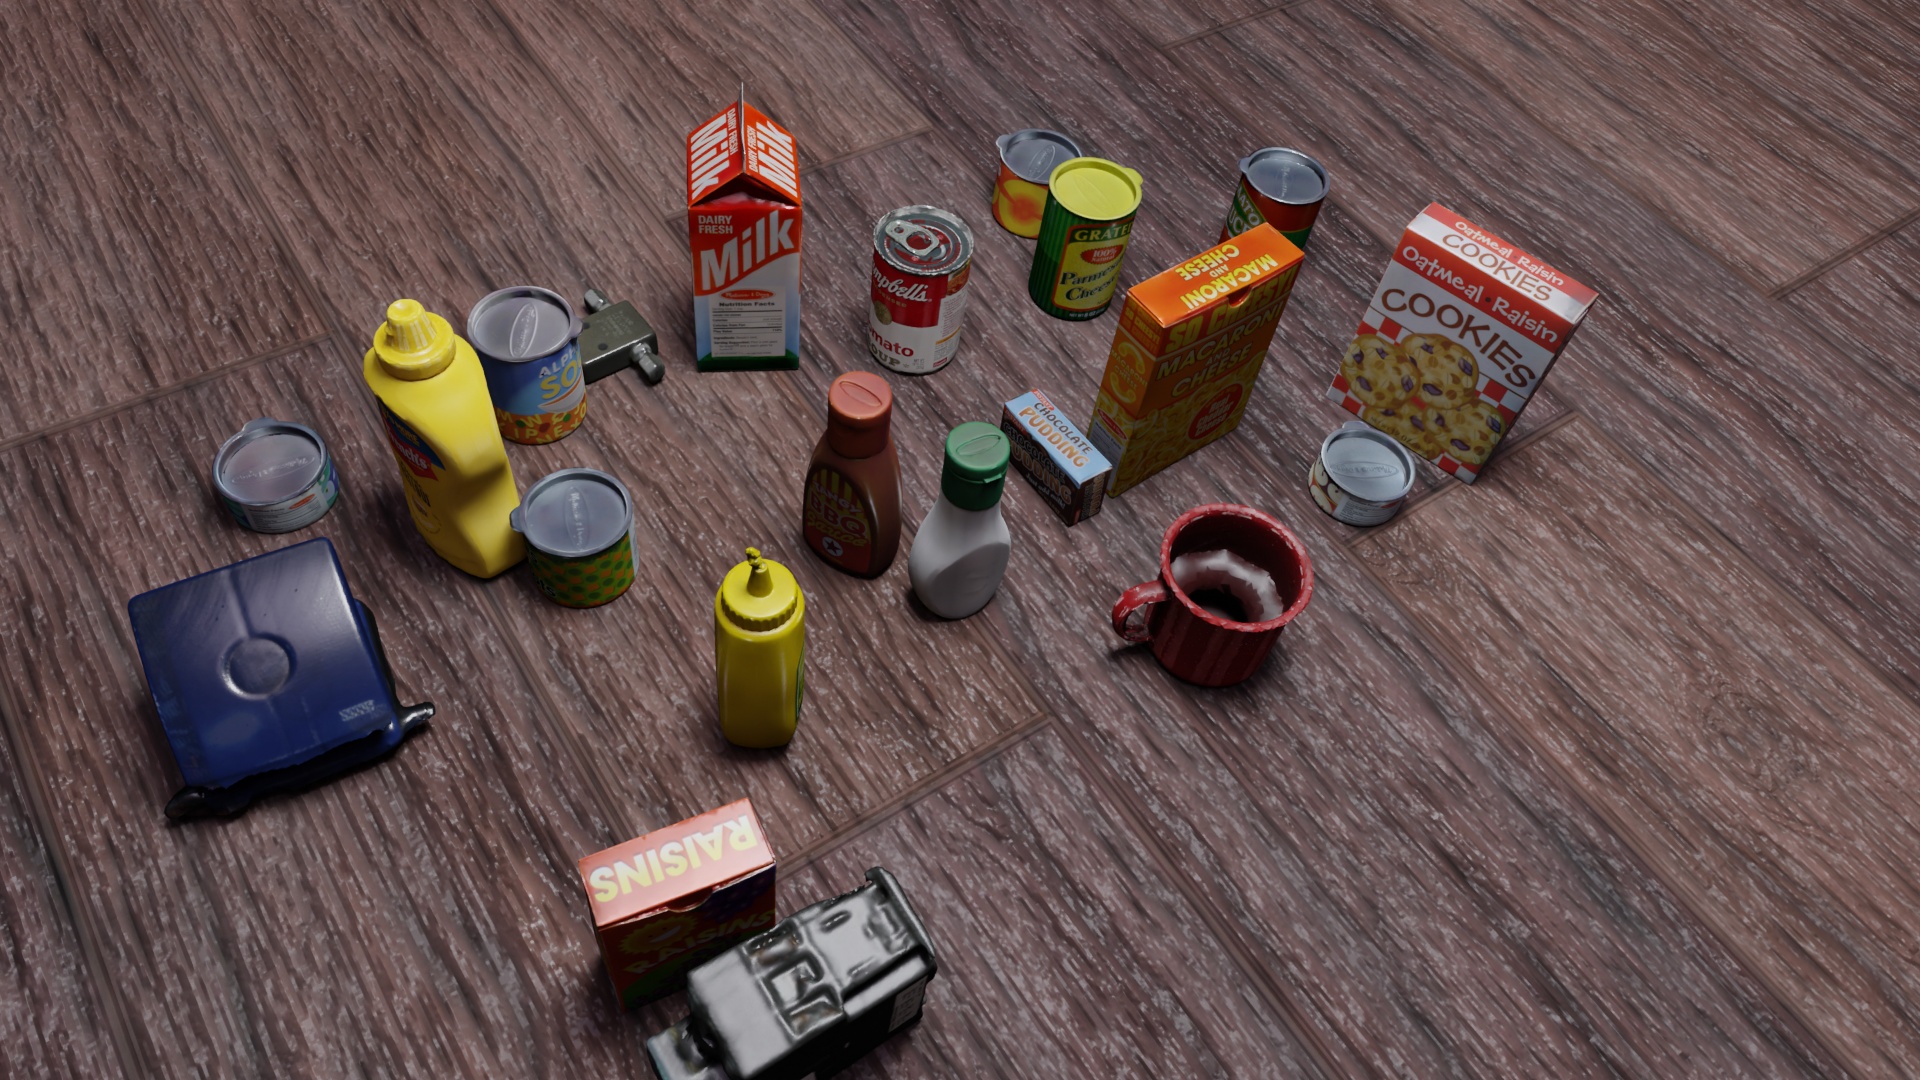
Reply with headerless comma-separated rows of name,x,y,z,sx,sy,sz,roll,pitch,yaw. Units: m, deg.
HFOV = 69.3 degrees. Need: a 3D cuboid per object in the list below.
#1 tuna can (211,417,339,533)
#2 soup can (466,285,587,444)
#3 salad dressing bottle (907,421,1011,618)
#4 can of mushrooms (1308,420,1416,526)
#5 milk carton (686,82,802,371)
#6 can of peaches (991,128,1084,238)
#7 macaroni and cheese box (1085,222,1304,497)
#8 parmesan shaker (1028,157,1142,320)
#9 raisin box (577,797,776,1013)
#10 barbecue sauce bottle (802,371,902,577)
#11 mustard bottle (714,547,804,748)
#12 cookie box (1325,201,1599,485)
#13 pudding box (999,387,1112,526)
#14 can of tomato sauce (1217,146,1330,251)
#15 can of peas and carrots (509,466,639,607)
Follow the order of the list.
tuna can,-0.425,-0.041,0.864,0.071,0.032,0.071,4,54,-5
soup can,-0.278,-0.113,0.905,0.071,0.083,0.072,4,54,-5
salad dressing bottle,0.003,-0.010,0.828,0.064,0.146,0.044,-21,60,-21
can of mushrooms,0.277,-0.046,0.963,0.071,0.033,0.071,4,54,-5
milk carton,-0.143,-0.203,0.924,0.073,0.189,0.072,-3,54,-10
can of peaches,0.058,-0.281,1.091,0.071,0.057,0.071,4,54,-5
macaroni and cheese box,0.150,-0.115,0.914,0.124,0.165,0.040,-29,63,-25
parmesan shaker,0.092,-0.221,1.023,0.071,0.102,0.071,4,54,-5
raisin box,-0.136,0.182,0.683,0.086,0.122,0.040,-17,58,-19
barbecue sauce bottle,-0.064,-0.040,0.841,0.065,0.147,0.044,31,56,15
mustard bottle,-0.109,0.055,0.758,0.049,0.159,0.065,2,54,-6
cookie box,0.337,-0.132,0.952,0.123,0.166,0.040,36,58,18
pudding box,0.062,-0.057,0.931,0.030,0.049,0.084,-28,62,-25
can of tomato sauce,0.240,-0.252,1.079,0.071,0.082,0.071,4,54,-5
can of peas and carrots,-0.233,0.000,0.844,0.071,0.058,0.071,4,54,-5
